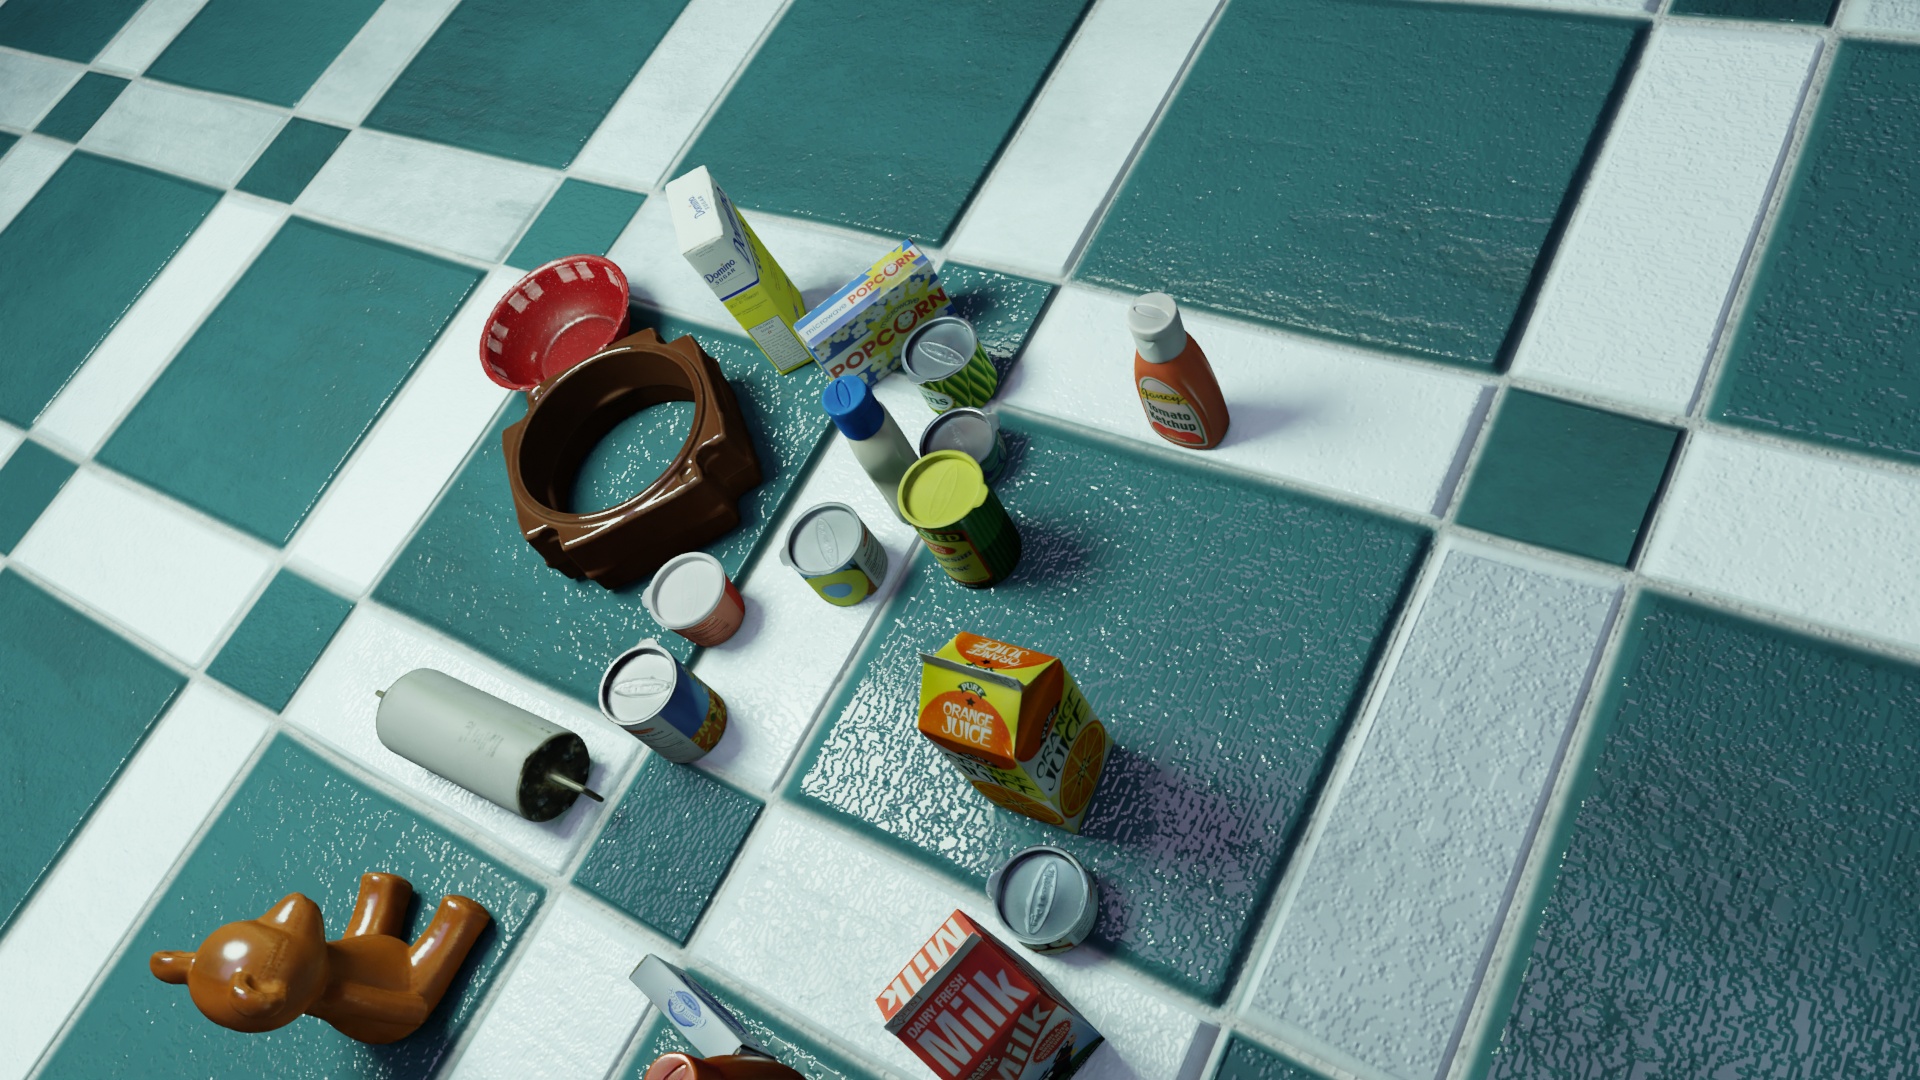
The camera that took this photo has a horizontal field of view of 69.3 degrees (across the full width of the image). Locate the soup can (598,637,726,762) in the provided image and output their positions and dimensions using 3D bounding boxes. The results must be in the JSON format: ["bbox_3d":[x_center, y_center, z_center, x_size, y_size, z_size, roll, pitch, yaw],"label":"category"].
[{"bbox_3d":[-0.227,0.124,1.070,0.071,0.083,0.071,-10,58,16],"label":"soup can"}]

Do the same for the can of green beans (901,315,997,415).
[{"bbox_3d":[-0.009,-0.145,1.160,0.071,0.057,0.071,-10,58,16],"label":"can of green beans"}]

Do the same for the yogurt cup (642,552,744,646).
[{"bbox_3d":[-0.211,0.051,1.125,0.072,0.053,0.073,-10,58,16],"label":"yogurt cup"}]

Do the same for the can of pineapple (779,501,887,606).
[{"bbox_3d":[-0.100,0.012,1.103,0.071,0.057,0.071,-10,58,16],"label":"can of pineapple"}]

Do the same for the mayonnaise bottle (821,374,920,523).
[{"bbox_3d":[-0.063,-0.073,1.084,0.041,0.147,0.065,-24,55,7],"label":"mayonnaise bottle"}]

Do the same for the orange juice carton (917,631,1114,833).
[{"bbox_3d":[0.034,0.120,0.905,0.072,0.192,0.073,14,68,28],"label":"orange juice carton"}]

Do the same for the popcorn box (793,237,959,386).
[{"bbox_3d":[-0.071,-0.187,1.193,0.127,0.085,0.038,-38,55,-3],"label":"popcorn box"}]

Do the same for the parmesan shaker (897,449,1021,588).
[{"bbox_3d":[0.004,-0.013,1.050,0.071,0.102,0.071,-10,58,16],"label":"parmesan shaker"}]

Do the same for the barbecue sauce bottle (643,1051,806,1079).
[{"bbox_3d":[-0.146,0.350,0.865,0.044,0.148,0.065,36,79,34],"label":"barbecue sauce bottle"}]

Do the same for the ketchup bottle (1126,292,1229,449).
[{"bbox_3d":[0.157,-0.125,1.029,0.065,0.148,0.043,22,71,30],"label":"ketchup bottle"}]

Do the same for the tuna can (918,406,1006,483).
[{"bbox_3d":[0.005,-0.074,1.129,0.071,0.032,0.071,-10,58,16],"label":"tuna can"}]

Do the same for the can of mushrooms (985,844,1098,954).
[{"bbox_3d":[0.055,0.238,0.923,0.071,0.033,0.071,-10,58,16],"label":"can of mushrooms"}]

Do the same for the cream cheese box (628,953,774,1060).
[{"bbox_3d":[-0.177,0.327,0.949,0.104,0.053,0.024,31,76,33],"label":"cream cheese box"}]

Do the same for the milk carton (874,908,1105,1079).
[{"bbox_3d":[0.014,0.279,0.819,0.072,0.190,0.073,-46,56,-8],"label":"milk carton"}]
